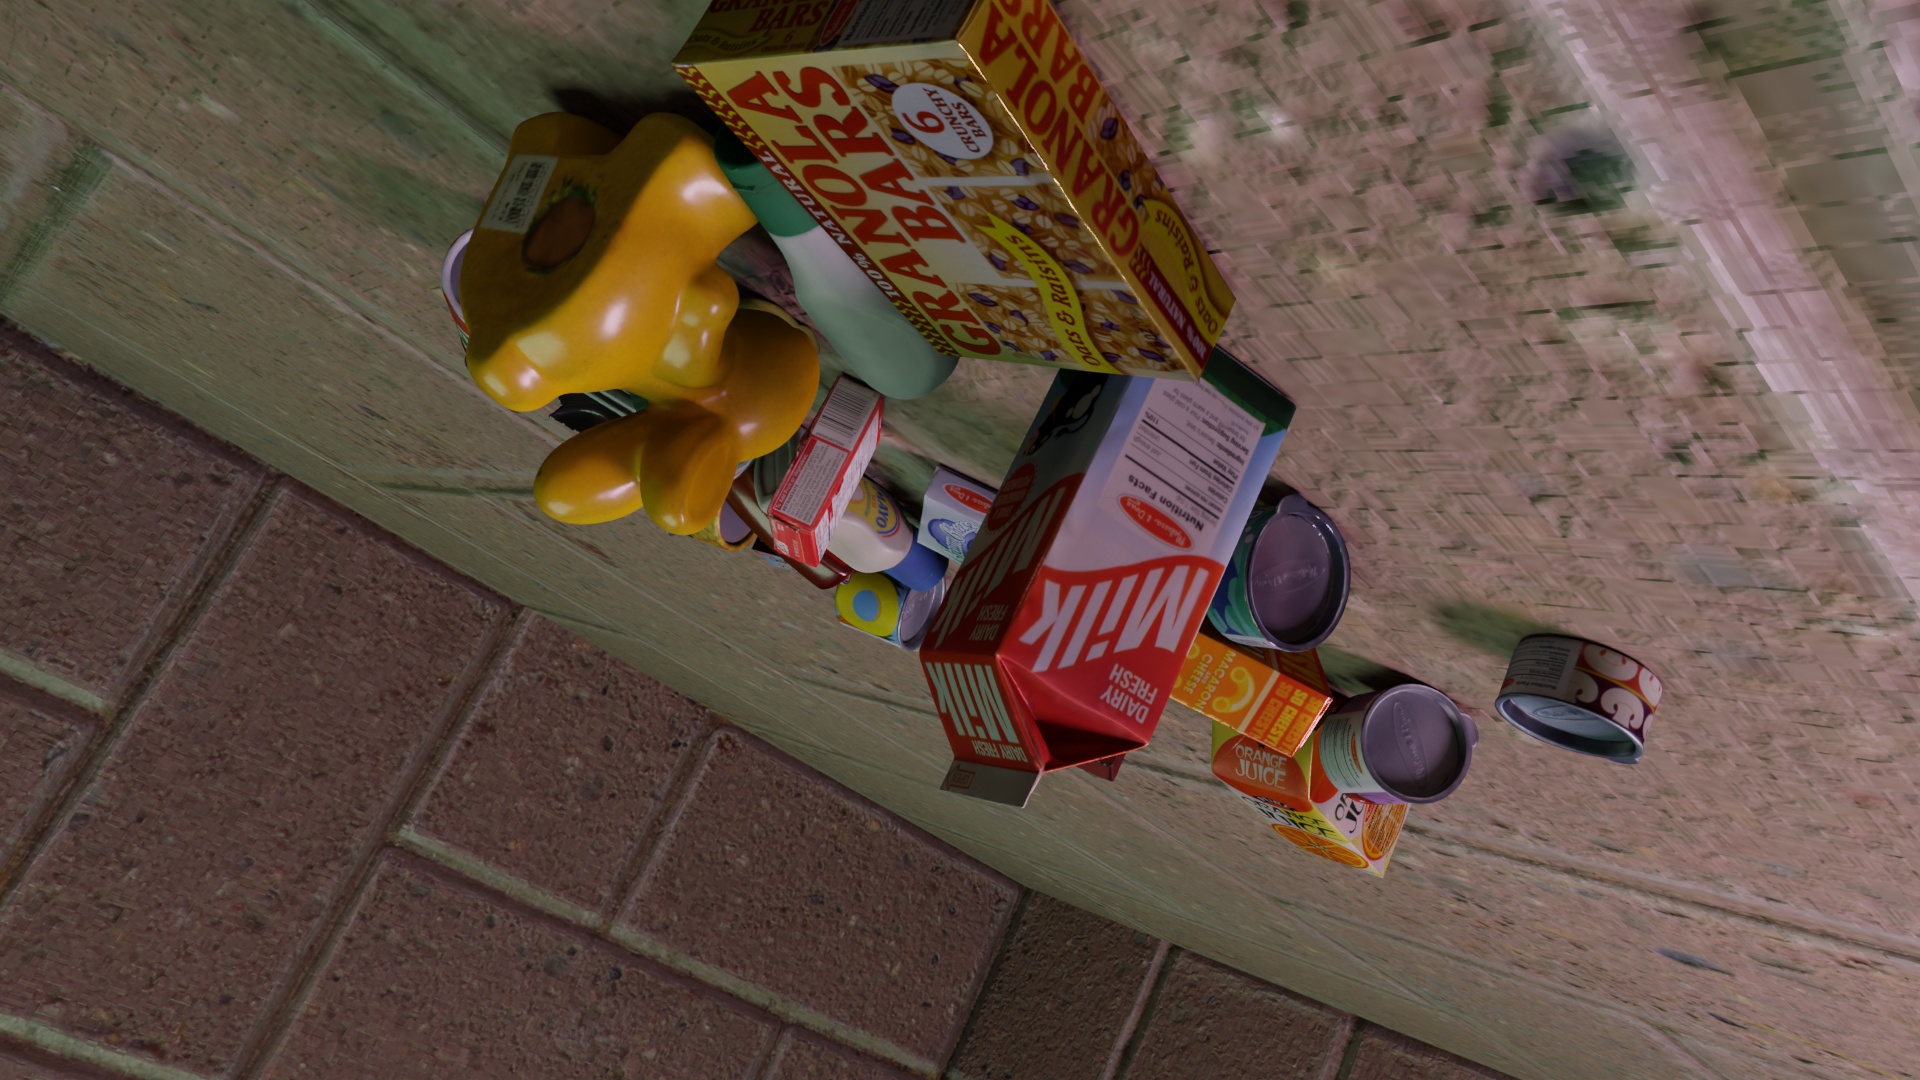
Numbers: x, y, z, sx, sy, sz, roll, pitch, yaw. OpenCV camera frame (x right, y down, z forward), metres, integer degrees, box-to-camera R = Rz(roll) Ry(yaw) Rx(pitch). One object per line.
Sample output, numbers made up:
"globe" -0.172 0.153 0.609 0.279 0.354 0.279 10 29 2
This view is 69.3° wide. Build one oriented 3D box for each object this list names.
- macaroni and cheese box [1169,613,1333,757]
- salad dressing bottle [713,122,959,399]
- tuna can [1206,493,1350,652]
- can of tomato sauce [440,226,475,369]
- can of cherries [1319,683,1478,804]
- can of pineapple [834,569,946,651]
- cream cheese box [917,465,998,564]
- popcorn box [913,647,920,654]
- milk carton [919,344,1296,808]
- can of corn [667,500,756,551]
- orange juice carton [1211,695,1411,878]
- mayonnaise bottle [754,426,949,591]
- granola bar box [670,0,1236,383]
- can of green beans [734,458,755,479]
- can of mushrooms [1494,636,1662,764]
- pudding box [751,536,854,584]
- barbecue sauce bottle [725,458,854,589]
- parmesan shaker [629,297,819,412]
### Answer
"macaroni and cheese box" 0.096 0.033 0.699 0.166 0.040 0.124 27 -161 -2
"salad dressing bottle" -0.046 -0.113 0.557 0.064 0.044 0.147 16 160 30
"tuna can" 0.142 0.014 0.631 0.071 0.071 0.033 35 163 -29
"can of tomato sauce" -0.252 -0.131 0.774 0.071 0.071 0.083 28 164 -5
"can of cherries" 0.249 0.118 0.794 0.071 0.071 0.058 27 164 -3
"can of pineapple" -0.051 0.039 1.021 0.058 0.071 0.070 19 163 23
"cream cheese box" 0.003 -0.011 0.845 0.053 0.024 0.103 27 164 4
"popcorn box" 0.013 0.084 1.111 0.085 0.038 0.126 38 161 -32
"milk carton" 0.048 0.013 0.537 0.073 0.191 0.072 32 163 -19
"can of corn" -0.176 -0.029 0.986 0.058 0.071 0.071 19 163 23
"orange juice carton" 0.229 0.149 0.911 0.072 0.073 0.192 12 159 41
"mayonnaise bottle" -0.066 -0.014 0.882 0.041 0.065 0.148 -30 137 26
"granola bar box" 0.003 -0.119 0.466 0.124 0.039 0.165 12 159 40
"can of green beans" -0.148 -0.070 0.814 0.071 0.071 0.057 28 163 -6
"can of mushrooms" 0.289 0.074 0.647 0.071 0.033 0.071 24 164 8
"pudding box" -0.106 -0.002 0.998 0.084 0.050 0.030 12 161 43
"barbecue sauce bottle" -0.125 -0.035 0.908 0.148 0.065 0.043 42 134 -22
"parmesan shaker" -0.126 -0.087 0.731 0.071 0.071 0.103 34 163 -24
